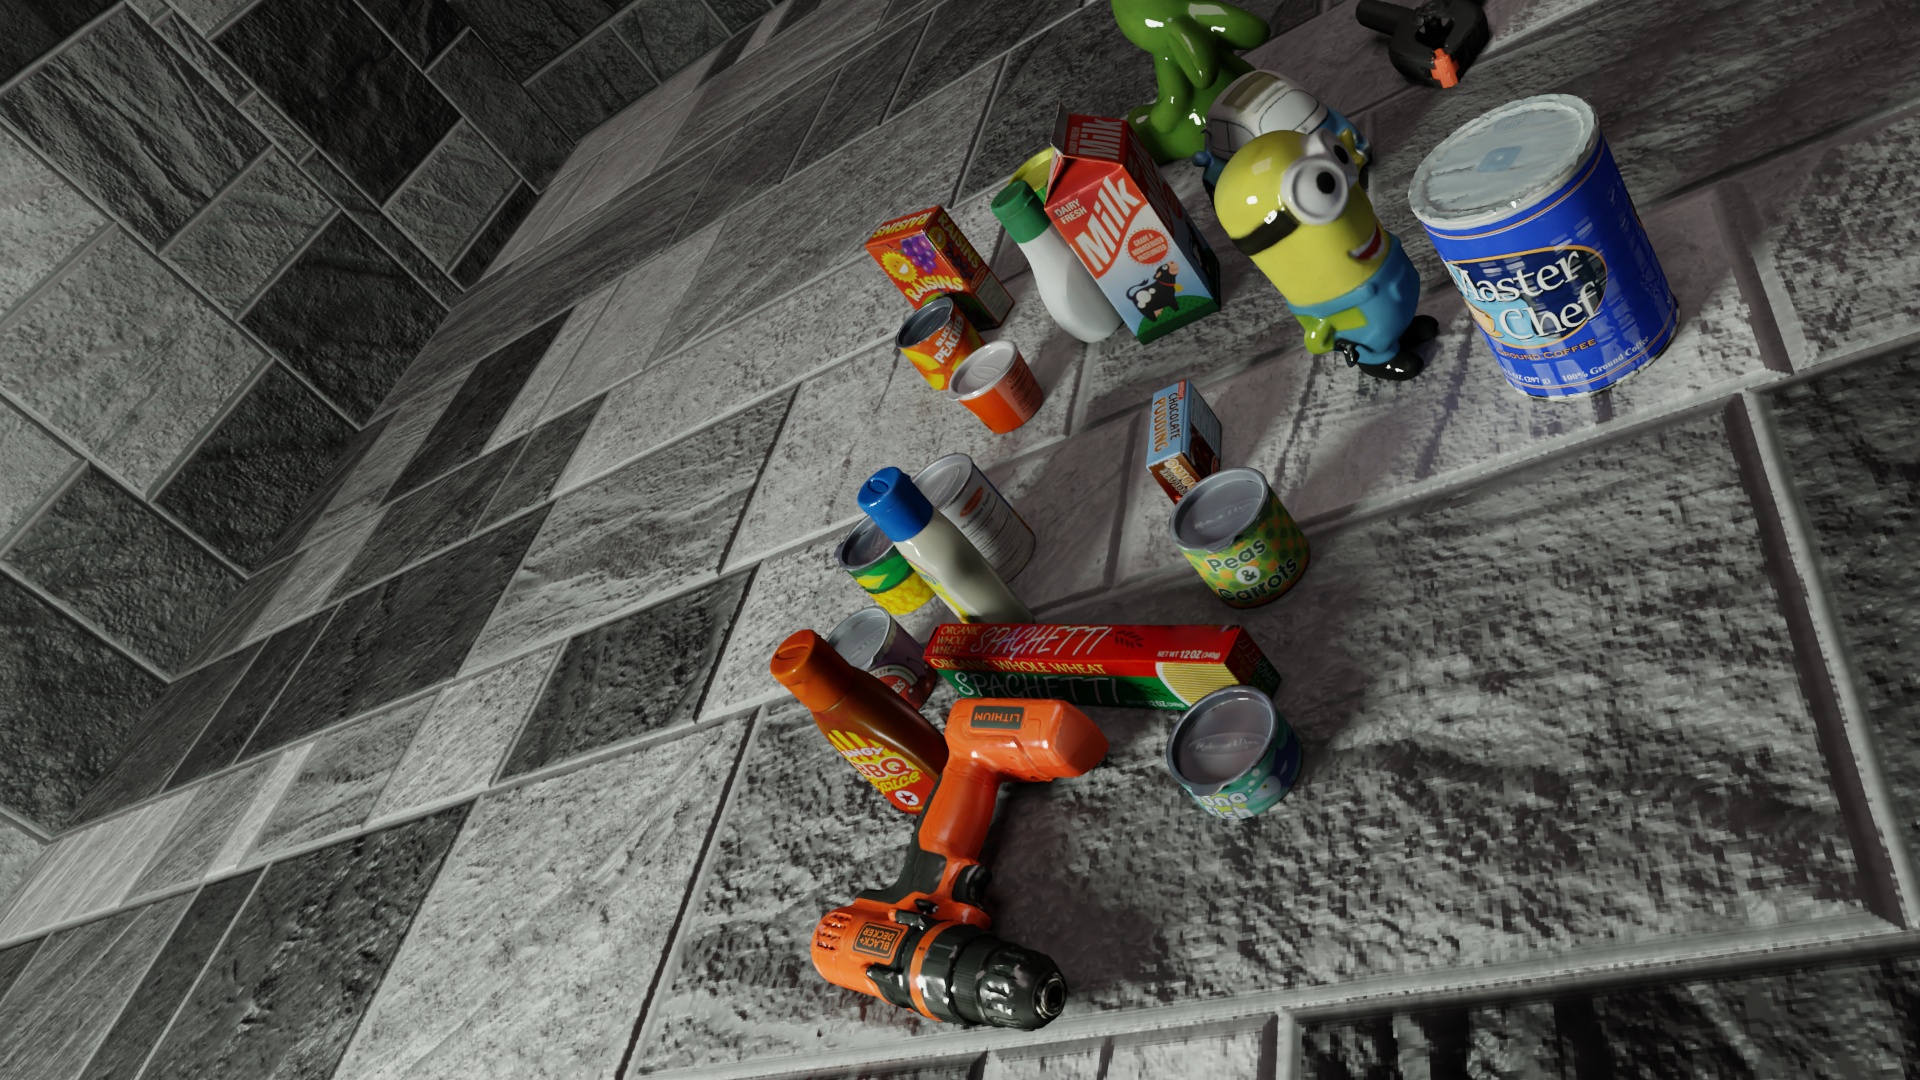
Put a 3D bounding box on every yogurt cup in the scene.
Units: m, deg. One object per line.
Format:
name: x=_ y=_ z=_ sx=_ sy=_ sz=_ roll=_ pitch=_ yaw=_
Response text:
yogurt cup: x=0.033 y=-0.126 z=1.161 sx=0.072 sy=0.054 sz=0.073 roll=-29 pitch=33 yaw=21

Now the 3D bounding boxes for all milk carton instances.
milk carton: x=0.126 y=-0.252 z=1.082 sx=0.073 sy=0.190 sz=0.073 roll=-23 pitch=35 yaw=28

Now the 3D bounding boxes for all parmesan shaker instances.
parmesan shaker: x=0.097 y=-0.294 z=1.255 sx=0.071 sy=0.103 sz=0.072 roll=-29 pitch=33 yaw=21

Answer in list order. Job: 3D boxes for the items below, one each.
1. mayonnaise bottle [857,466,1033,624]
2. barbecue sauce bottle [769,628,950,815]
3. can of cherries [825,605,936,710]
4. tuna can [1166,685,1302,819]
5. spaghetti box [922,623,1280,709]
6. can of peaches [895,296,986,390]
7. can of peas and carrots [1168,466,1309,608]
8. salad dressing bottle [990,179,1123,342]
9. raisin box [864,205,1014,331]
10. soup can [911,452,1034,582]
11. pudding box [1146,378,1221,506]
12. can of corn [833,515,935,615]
mayonnaise bottle: x=-0.012 y=0.012 z=0.940 sx=0.041 sy=0.147 sz=0.065 roll=-47 pitch=31 yaw=-9
barbecue sauce bottle: x=-0.057 y=0.113 z=0.860 sx=0.064 sy=0.148 sz=0.044 roll=-13 pitch=40 yaw=39
can of cherries: x=-0.059 y=0.091 z=0.979 sx=0.071 sy=0.058 sz=0.072 roll=-29 pitch=33 yaw=21
tuna can: x=0.146 y=0.115 z=0.742 sx=0.071 sy=0.032 sz=0.071 roll=-29 pitch=33 yaw=21
spaghetti box: x=0.077 y=0.076 z=0.854 sx=0.249 sy=0.050 sz=0.029 roll=-4 pitch=47 yaw=46
can of peaches: x=-0.016 y=-0.181 z=1.281 sx=0.071 sy=0.058 sz=0.071 roll=-29 pitch=33 yaw=21
can of peas and carrots: x=0.169 y=0.000 z=0.839 sx=0.071 sy=0.058 sz=0.071 roll=-29 pitch=33 yaw=21
salad dressing bottle: x=0.081 y=-0.230 z=1.147 sx=0.044 sy=0.147 sz=0.064 roll=8 pitch=56 yaw=53
raisin box: x=-0.020 y=-0.250 z=1.310 sx=0.086 sy=0.123 sz=0.040 roll=-2 pitch=48 yaw=48
soup can: x=0.004 y=-0.013 z=1.017 sx=0.071 sy=0.083 sz=0.072 roll=-29 pitch=33 yaw=21
pudding box: x=0.154 y=-0.065 z=0.950 sx=0.030 sy=0.049 sz=0.084 roll=-22 pitch=35 yaw=29
can of corn: x=-0.053 y=0.016 z=1.069 sx=0.071 sy=0.058 sz=0.071 roll=-29 pitch=33 yaw=21
